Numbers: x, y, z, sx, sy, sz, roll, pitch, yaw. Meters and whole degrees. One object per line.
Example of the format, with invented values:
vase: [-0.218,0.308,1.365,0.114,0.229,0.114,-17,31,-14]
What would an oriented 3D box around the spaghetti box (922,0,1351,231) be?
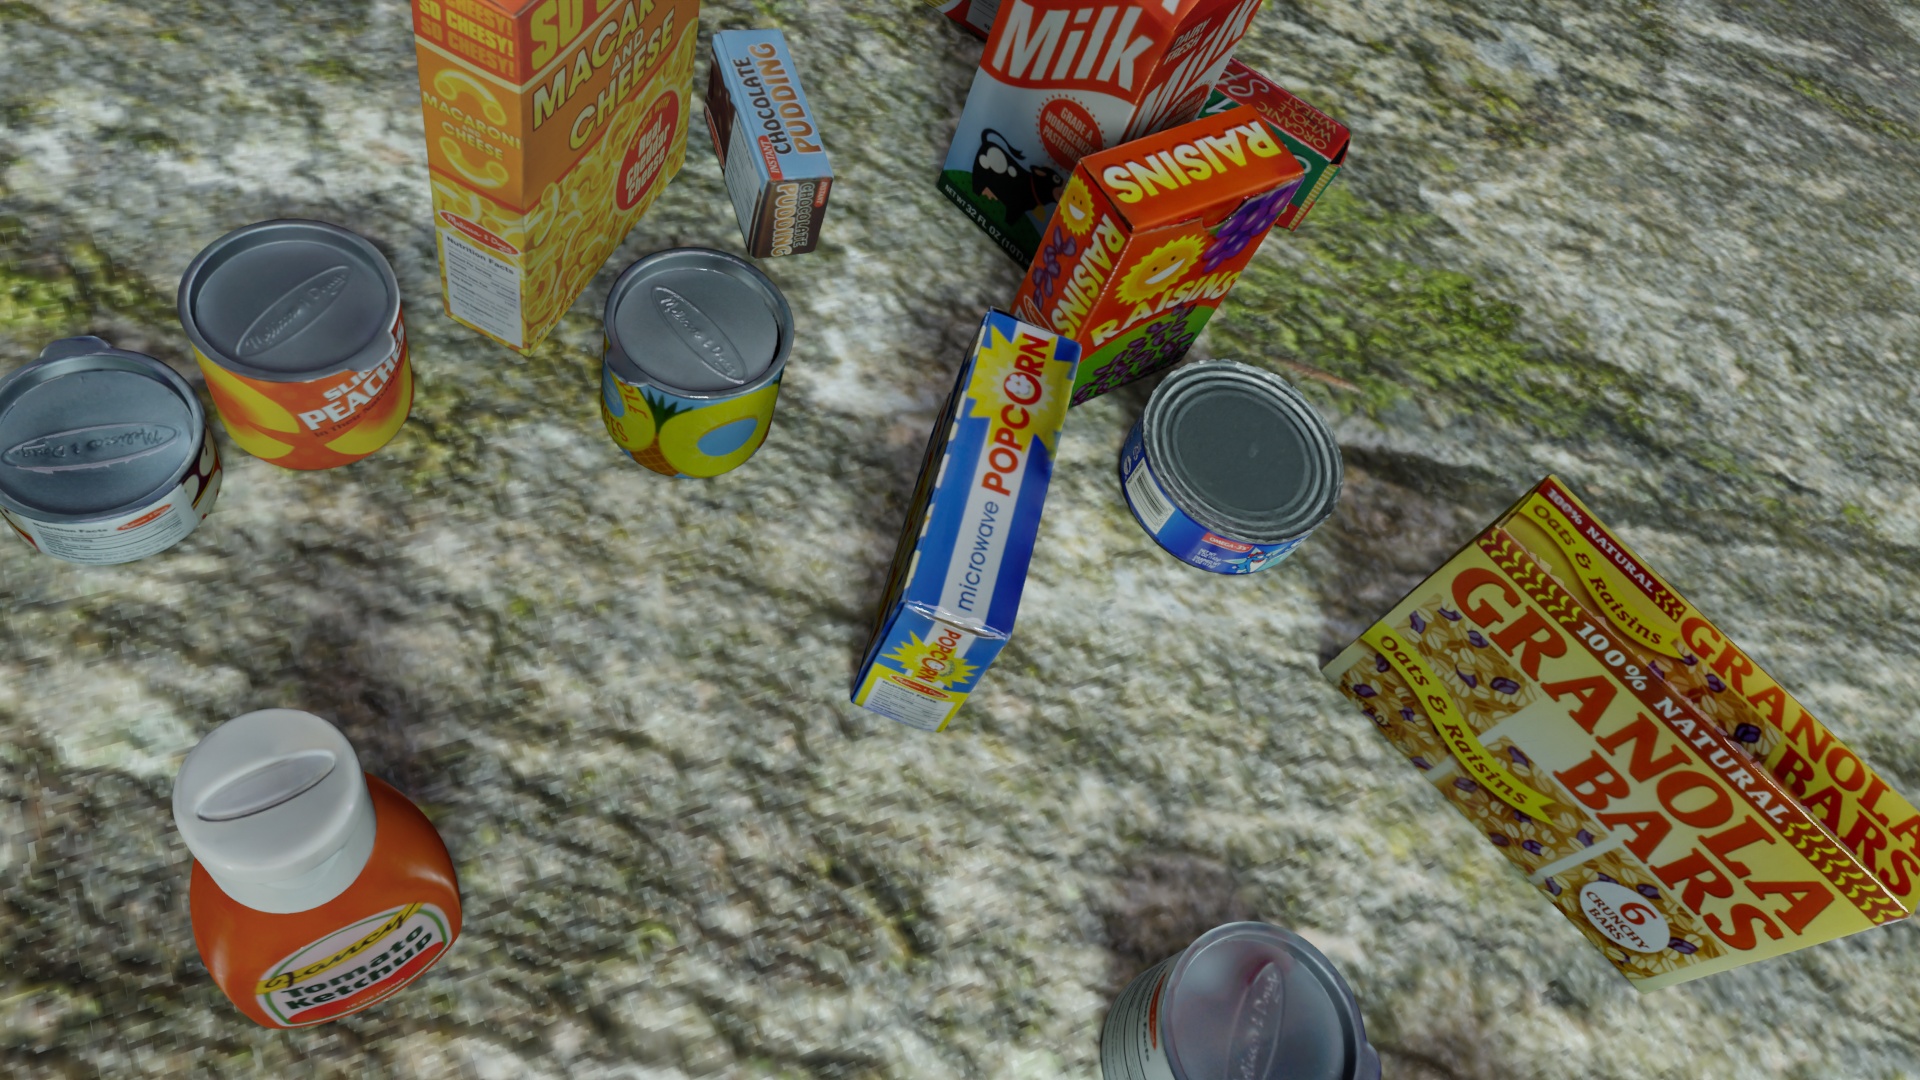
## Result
spaghetti box: [0.068,-0.234,0.659,0.250,0.050,0.029,33,58,4]

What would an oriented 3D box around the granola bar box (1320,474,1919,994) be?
granola bar box: [0.225,0.072,0.489,0.039,0.123,0.166,-37,77,-30]

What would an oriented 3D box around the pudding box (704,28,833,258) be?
pudding box: [-0.081,-0.166,0.578,0.030,0.049,0.084,-11,65,-21]

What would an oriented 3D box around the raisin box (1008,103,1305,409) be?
raisin box: [0.069,-0.105,0.544,0.086,0.122,0.040,-24,71,-26]

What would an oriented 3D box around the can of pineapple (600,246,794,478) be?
can of pineapple: [-0.100,-0.064,0.510,0.071,0.057,0.071,7,60,-12]

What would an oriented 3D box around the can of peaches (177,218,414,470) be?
can of peaches: [-0.222,-0.064,0.474,0.071,0.057,0.071,7,60,-12]

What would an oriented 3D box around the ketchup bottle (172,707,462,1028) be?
ketchup bottle: [-0.164,0.085,0.354,0.065,0.148,0.043,-24,71,-26]

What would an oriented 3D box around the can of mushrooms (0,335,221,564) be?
can of mushrooms: [-0.280,-0.029,0.452,0.071,0.033,0.071,7,60,-12]

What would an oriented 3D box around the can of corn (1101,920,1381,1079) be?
can of corn: [0.086,0.161,0.437,0.071,0.058,0.071,7,60,-12]

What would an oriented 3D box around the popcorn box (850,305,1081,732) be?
popcorn box: [0.002,-0.006,0.491,0.038,0.084,0.127,19,58,-5]

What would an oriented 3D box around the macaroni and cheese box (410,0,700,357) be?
macaroni and cheese box: [-0.136,-0.162,0.491,0.040,0.165,0.124,27,58,-1]

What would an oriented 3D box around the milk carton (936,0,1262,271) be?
milk carton: [0.060,-0.197,0.553,0.072,0.189,0.074,44,59,10]
